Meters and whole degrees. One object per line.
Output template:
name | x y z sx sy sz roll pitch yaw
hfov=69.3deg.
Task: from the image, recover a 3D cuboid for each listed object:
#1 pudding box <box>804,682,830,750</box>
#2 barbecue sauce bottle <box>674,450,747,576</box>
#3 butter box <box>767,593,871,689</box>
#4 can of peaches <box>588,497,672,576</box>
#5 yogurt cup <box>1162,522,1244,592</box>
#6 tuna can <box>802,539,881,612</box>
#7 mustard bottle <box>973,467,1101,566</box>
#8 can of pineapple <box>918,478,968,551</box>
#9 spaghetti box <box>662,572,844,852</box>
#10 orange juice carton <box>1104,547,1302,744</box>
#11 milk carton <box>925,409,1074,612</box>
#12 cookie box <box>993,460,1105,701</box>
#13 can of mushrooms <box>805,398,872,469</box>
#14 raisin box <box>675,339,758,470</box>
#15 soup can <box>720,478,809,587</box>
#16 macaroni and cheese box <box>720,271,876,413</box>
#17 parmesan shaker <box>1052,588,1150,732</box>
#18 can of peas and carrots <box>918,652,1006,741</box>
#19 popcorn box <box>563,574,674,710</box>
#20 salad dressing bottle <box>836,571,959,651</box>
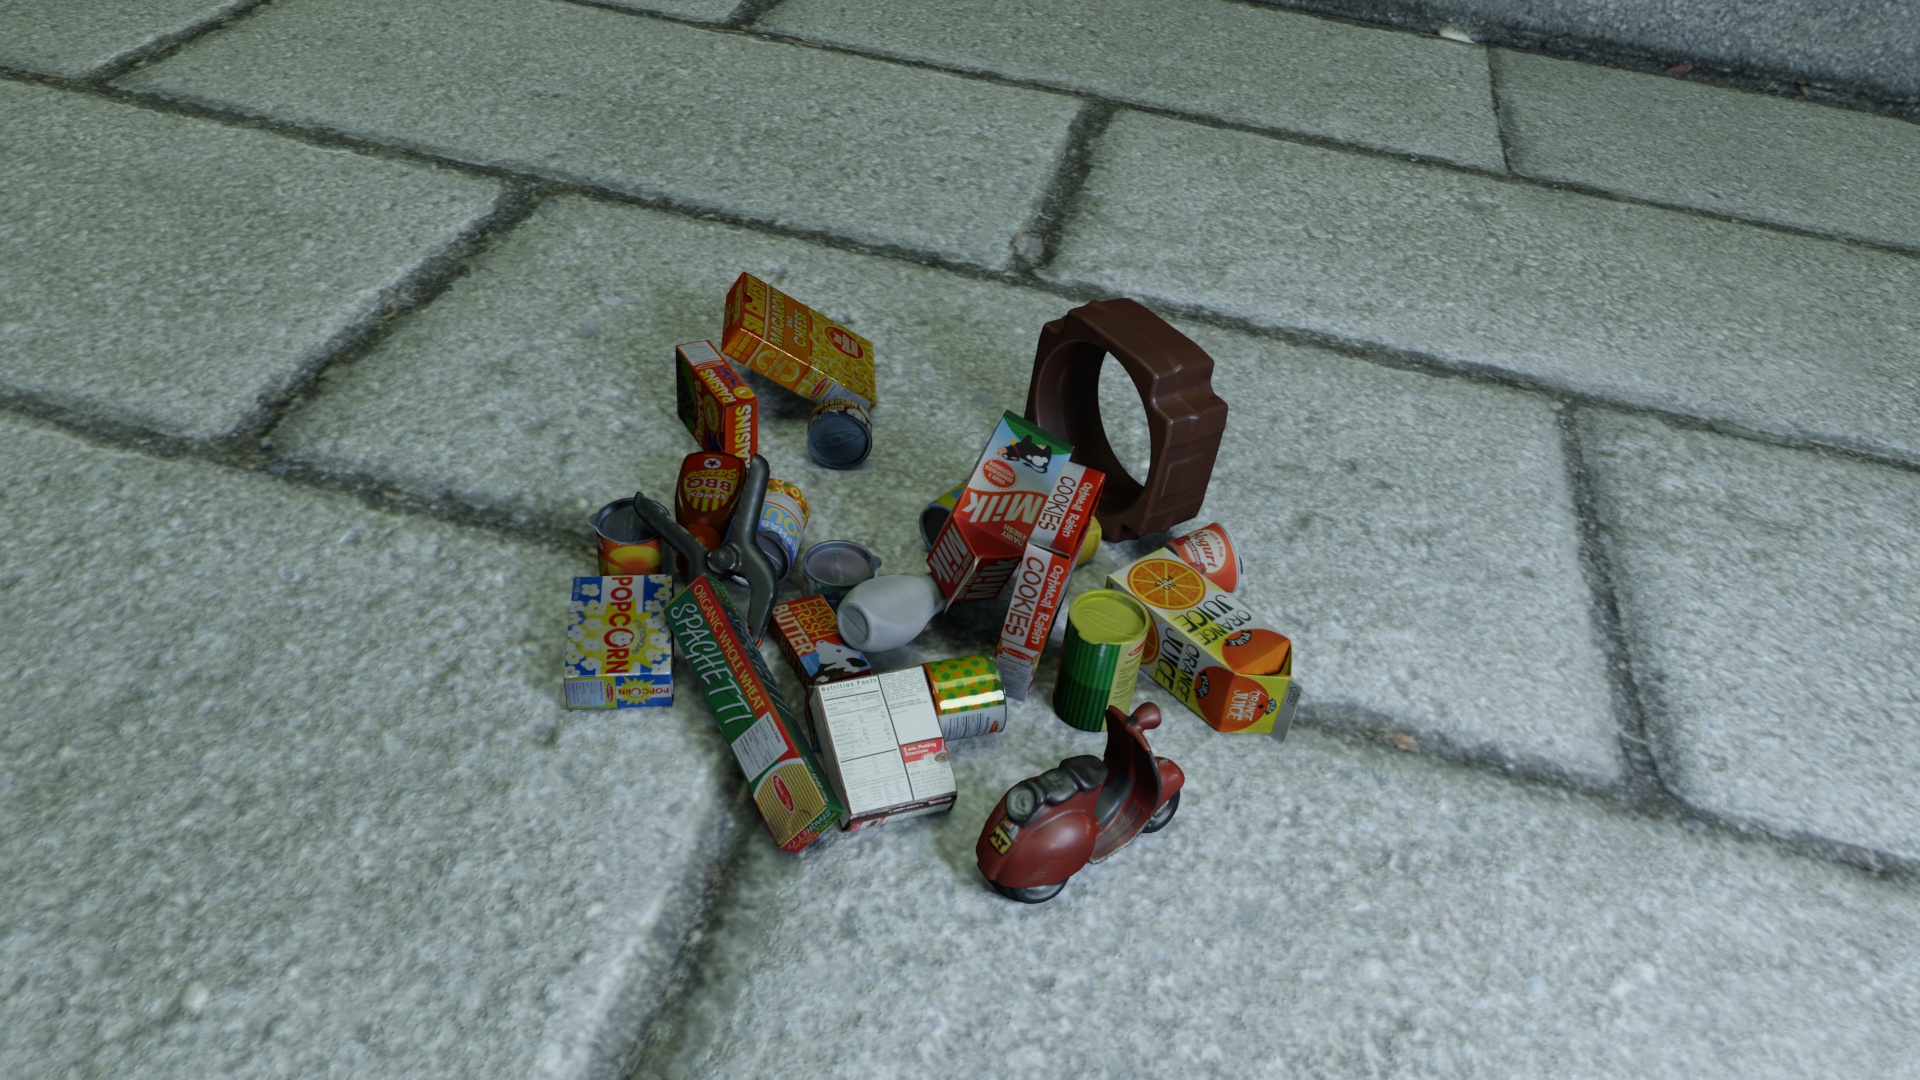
pudding box | -0.081 0.140 1.120 0.084 0.030 0.050 -4 41 -13
barbecue sauce bottle | -0.236 -0.024 1.292 0.065 0.043 0.149 5 39 -5
butter box | -0.121 0.090 1.182 0.053 0.024 0.104 -15 44 -26
can of peaches | -0.293 0.004 1.236 0.071 0.057 0.071 4 39 -3
yogurt cup | 0.223 0.022 1.291 0.054 0.072 0.073 -14 42 -13
tuna can | -0.107 0.032 1.249 0.071 0.032 0.071 4 38 -3
mustard bottle | 0.064 -0.033 1.345 0.065 0.048 0.160 -24 48 -35
can of pineapple | 0.005 -0.016 1.301 0.071 0.070 0.058 31 45 27
spaghetti box | -0.165 0.128 1.081 0.050 0.028 0.251 -41 54 8
orange juice carton | 0.212 0.094 1.190 0.073 0.071 0.193 -24 48 -33
milk carton | 0.030 -0.021 1.223 0.073 0.072 0.191 29 48 -2
cookie box | 0.072 0.034 1.166 0.040 0.166 0.123 20 40 6
can of mushrooms | -0.122 -0.109 1.395 0.071 0.070 0.034 3 37 -5
raisin box | -0.245 -0.134 1.395 0.040 0.085 0.124 -16 44 -28
soup can | -0.175 -0.009 1.260 0.071 0.071 0.084 8 38 2
macaroni and cheese box | -0.169 -0.205 1.471 0.166 0.040 0.124 27 31 -25
parmesan shaker | 0.112 0.101 1.141 0.071 0.102 0.072 5 38 -3
can of peas and carrots | -0.001 0.125 1.122 0.059 0.070 0.071 -8 41 -17
popcorn box | -0.282 0.082 1.155 0.085 0.038 0.127 -1 39 -10
salad dressing bottle | -0.042 0.053 1.207 0.064 0.043 0.148 44 38 21
